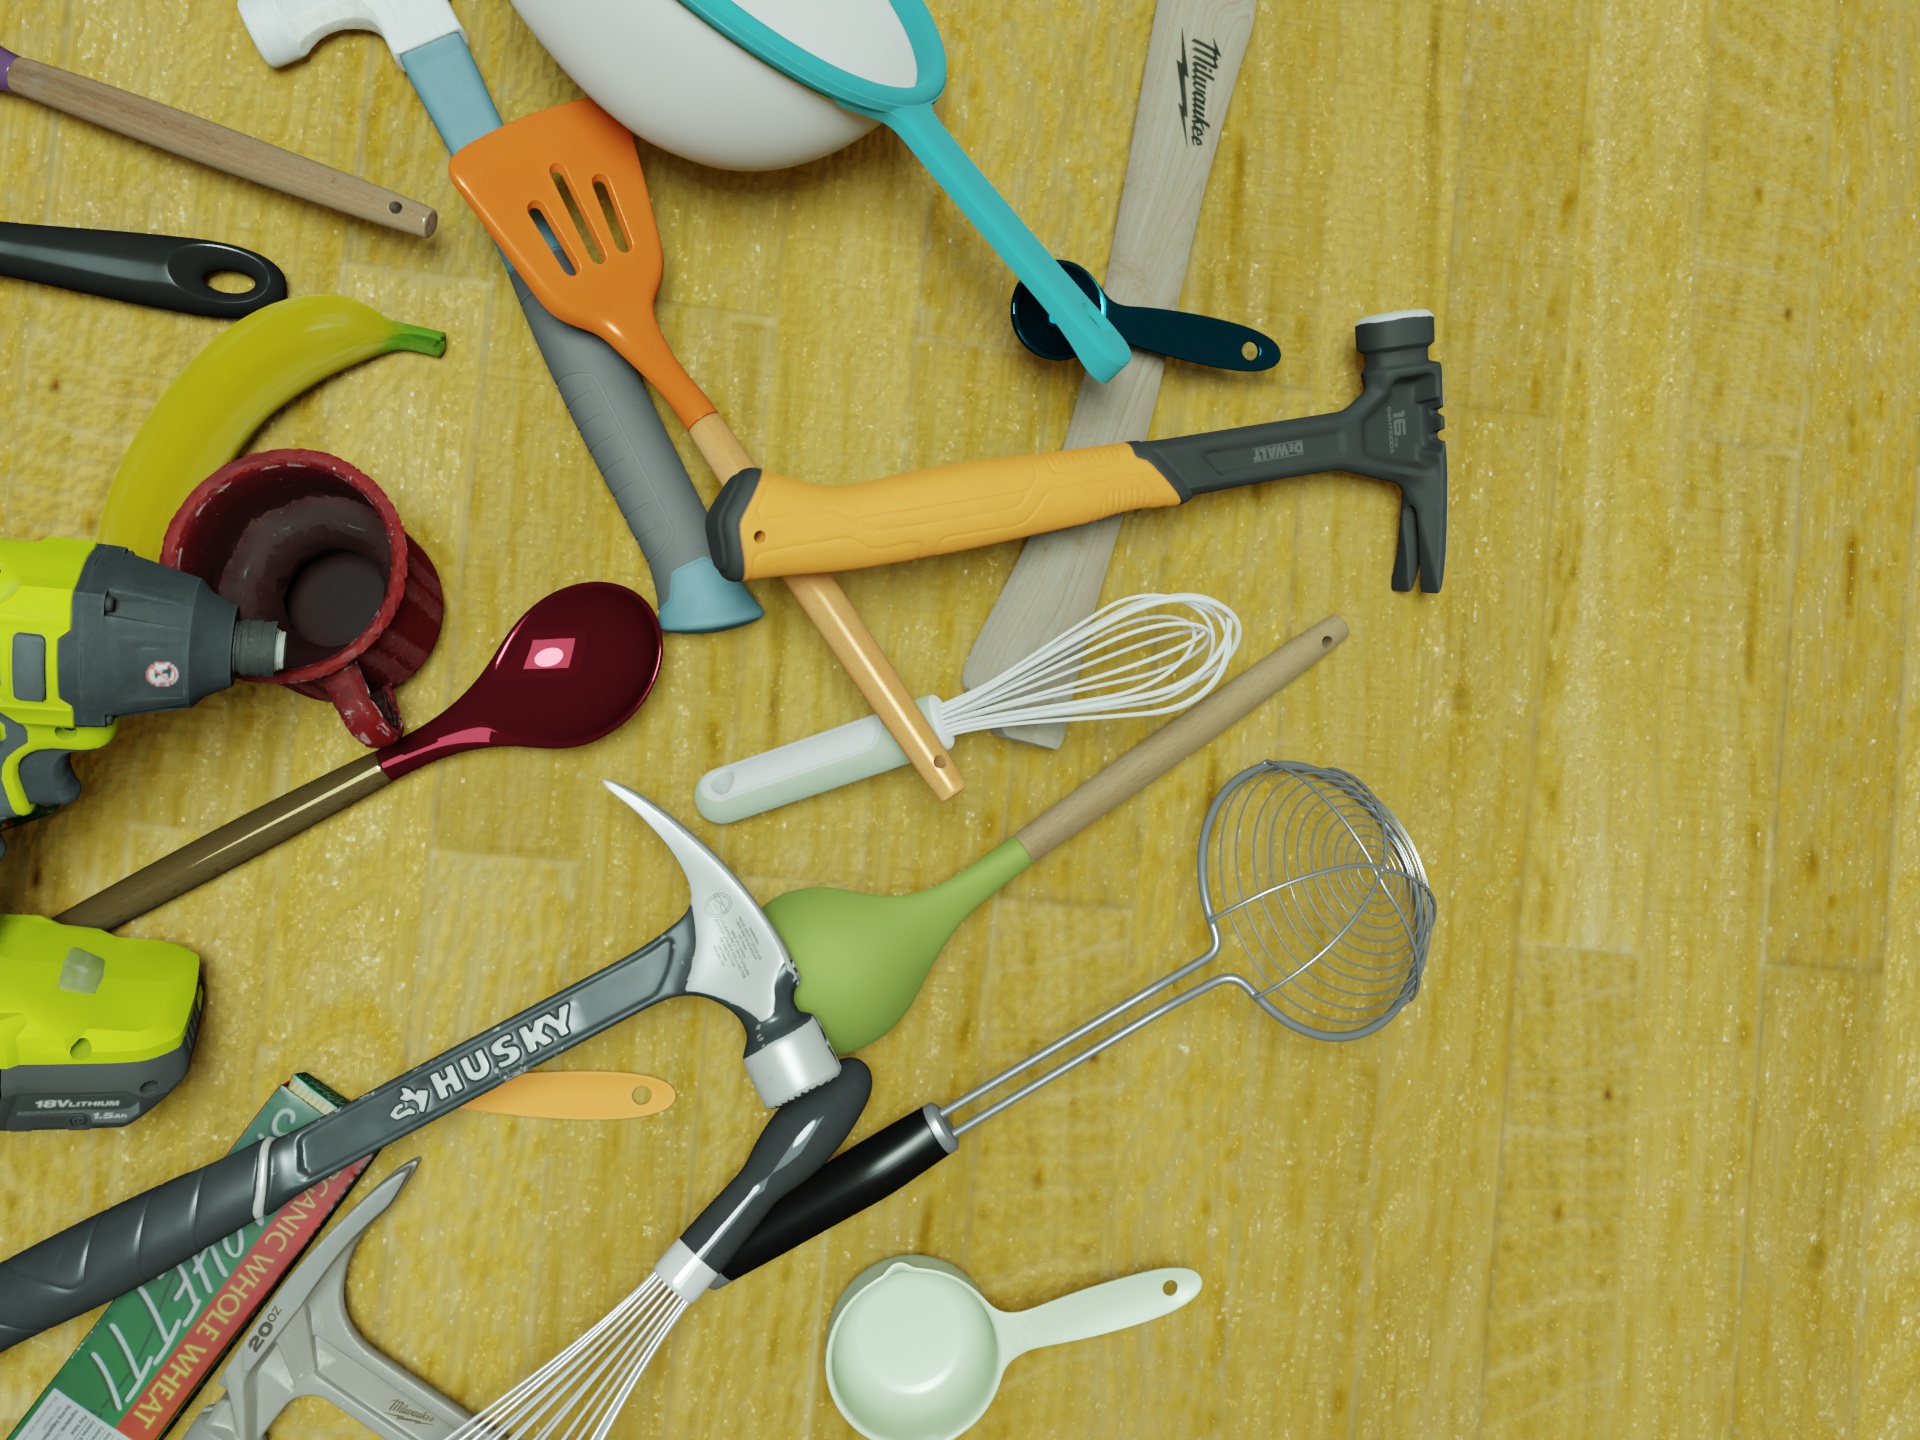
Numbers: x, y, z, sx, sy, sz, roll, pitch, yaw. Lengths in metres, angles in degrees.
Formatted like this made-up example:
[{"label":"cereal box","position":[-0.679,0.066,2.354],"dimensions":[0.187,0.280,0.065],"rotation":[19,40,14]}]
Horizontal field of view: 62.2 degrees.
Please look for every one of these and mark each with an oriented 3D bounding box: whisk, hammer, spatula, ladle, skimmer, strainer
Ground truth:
[{"label":"whisk","position":[-0.133,0.247,0.640],"dimensions":[0.070,0.070,0.284],"rotation":[44,73,-4]},{"label":"hammer","position":[-0.140,0.345,0.675],"dimensions":[0.359,0.037,0.149],"rotation":[36,84,-4]},{"label":"whisk","position":[-0.001,-0.002,0.670],"dimensions":[0.246,0.059,0.058],"rotation":[-19,51,12]},{"label":"hammer","position":[-0.177,-0.184,0.688],"dimensions":[0.128,0.033,0.331],"rotation":[-27,92,-6]},{"label":"hammer","position":[0.061,-0.092,0.666],"dimensions":[0.337,0.034,0.127],"rotation":[-11,102,-21]},{"label":"spatula","position":[-0.366,-0.261,0.660],"dimensions":[0.316,0.018,0.060],"rotation":[21,86,1]},{"label":"hammer","position":[-0.260,0.167,0.631],"dimensions":[0.409,0.036,0.149],"rotation":[-27,83,-3]},{"label":"ladle","position":[0.043,0.041,0.710],"dimensions":[0.320,0.062,0.078],"rotation":[-34,109,-14]},{"label":"whisk","position":[-0.431,-0.199,0.646],"dimensions":[0.295,0.073,0.073],"rotation":[6,88,-13]},{"label":"spatula","position":[-0.090,-0.105,0.647],"dimensions":[0.081,0.041,0.322],"rotation":[-32,86,-24]},{"label":"skimmer","position":[0.046,0.145,0.708],"dimensions":[0.363,0.090,0.127],"rotation":[-31,87,3]},{"label":"ladle","position":[-0.267,0.032,0.672],"dimensions":[0.315,0.031,0.069],"rotation":[-28,74,-5]},{"label":"hammer","position":[0.089,-0.186,0.721],"dimensions":[0.146,0.038,0.411],"rotation":[15,87,-8]},{"label":"strainer","position":[-0.071,-0.248,0.647],"dimensions":[0.340,0.211,0.095],"rotation":[49,122,-3]}]

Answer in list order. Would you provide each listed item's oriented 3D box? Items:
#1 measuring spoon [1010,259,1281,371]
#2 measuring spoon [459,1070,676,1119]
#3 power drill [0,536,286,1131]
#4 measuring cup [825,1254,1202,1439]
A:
[{"label":"measuring spoon","position":[0.080,-0.170,0.696],"dimensions":[0.128,0.021,0.042],"rotation":[7,94,-19]},{"label":"measuring spoon","position":[-0.183,0.161,0.690],"dimensions":[0.117,0.011,0.021],"rotation":[3,87,-11]},{"label":"power drill","position":[-0.343,0.040,0.581],"dimensions":[0.171,0.080,0.223],"rotation":[5,118,-19]},{"label":"measuring cup","position":[0.022,0.262,0.698],"dimensions":[0.167,0.038,0.083],"rotation":[-11,90,-9]}]
